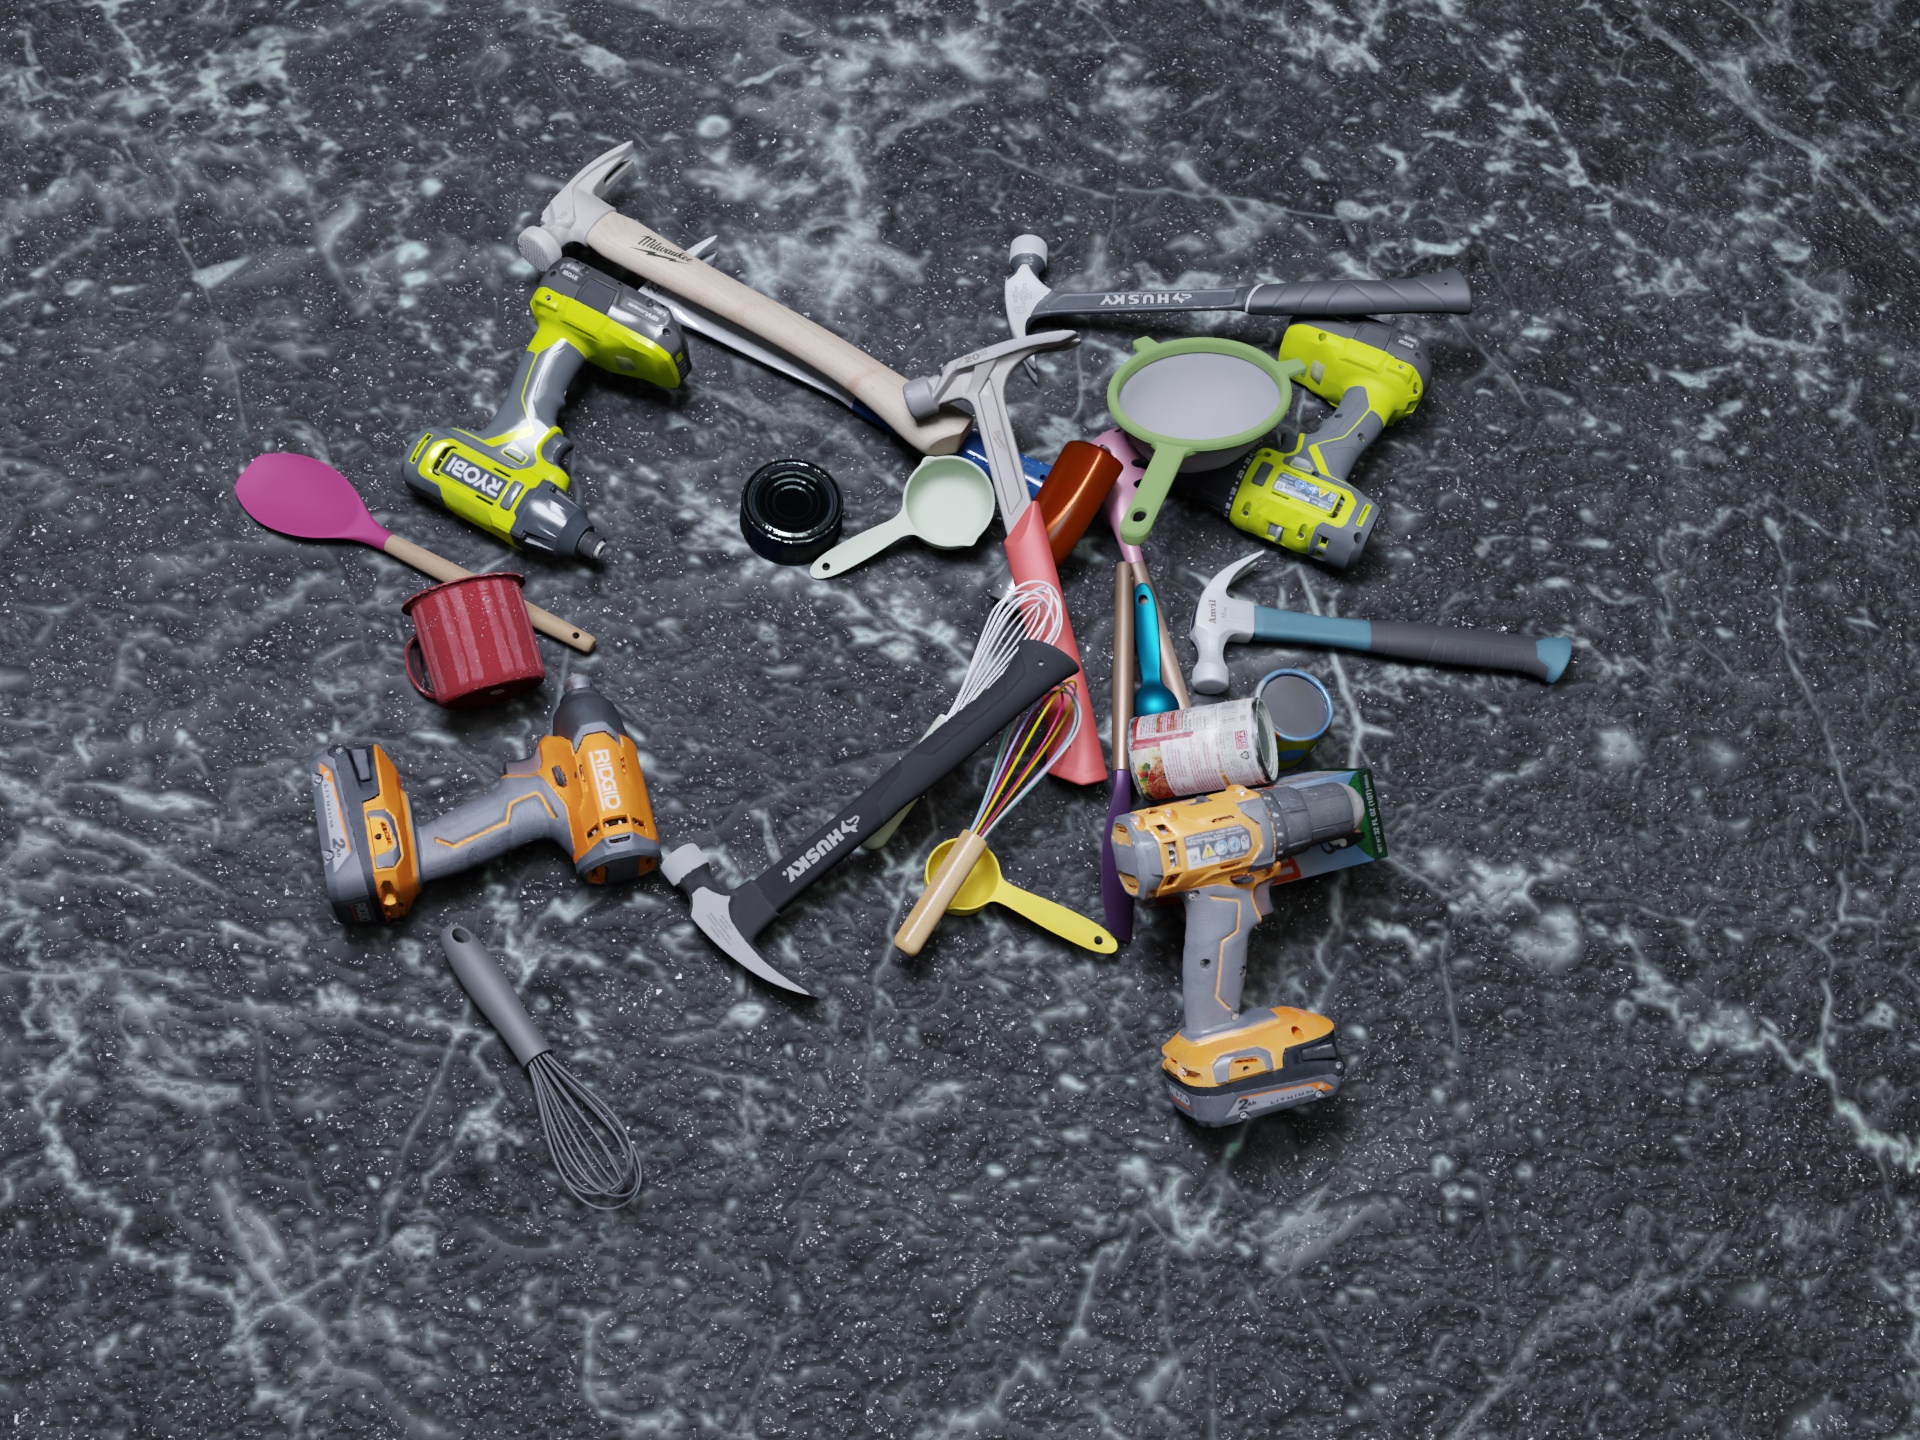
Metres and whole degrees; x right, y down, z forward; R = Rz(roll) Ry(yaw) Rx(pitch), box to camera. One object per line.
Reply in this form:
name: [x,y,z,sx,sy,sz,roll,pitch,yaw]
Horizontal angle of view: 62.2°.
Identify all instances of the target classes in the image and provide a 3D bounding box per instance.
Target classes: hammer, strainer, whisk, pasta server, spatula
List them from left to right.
whisk: [-0.295,0.235,1.097,0.055,0.055,0.239,-33,69,-21]
hammer: [-0.166,-0.352,1.359,0.410,0.038,0.146,31,63,6]
hammer: [-0.095,-0.290,1.380,0.405,0.035,0.144,26,64,4]
hammer: [-0.048,0.059,1.167,0.335,0.035,0.146,-39,77,-4]
whisk: [-0.002,-0.004,1.216,0.059,0.058,0.246,38,86,-36]
whisk: [0.021,0.067,1.184,0.051,0.047,0.245,36,74,-7]
hammer: [0.066,-0.125,1.265,0.149,0.036,0.359,-16,83,13]
spatula: [0.126,0.016,1.253,0.018,0.059,0.316,-9,64,29]
pasta server: [0.158,-0.105,1.327,0.040,0.060,0.316,4,65,-50]
strainer: [0.180,-0.214,1.301,0.151,0.069,0.256,13,52,19]
hammer: [0.241,-0.371,1.411,0.409,0.036,0.149,1,63,10]
hammer: [0.357,-0.068,1.346,0.331,0.033,0.128,6,65,-6]

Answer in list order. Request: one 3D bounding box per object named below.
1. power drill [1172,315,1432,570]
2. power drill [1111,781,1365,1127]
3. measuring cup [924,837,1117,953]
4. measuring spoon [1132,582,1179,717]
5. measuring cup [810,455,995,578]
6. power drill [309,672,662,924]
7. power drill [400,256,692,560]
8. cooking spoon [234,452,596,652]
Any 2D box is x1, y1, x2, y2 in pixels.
power drill: [0.300,-0.256,1.402,0.190,0.080,0.229,25,66,13]
power drill: [0.215,0.157,1.141,0.185,0.084,0.226,-12,95,-14]
measuring cup: [0.045,0.142,1.202,0.156,0.029,0.062,26,64,1]
measuring spoon: [0.150,-0.051,1.290,0.042,0.021,0.129,-9,78,23]
measuring cup: [-0.050,-0.159,1.329,0.167,0.038,0.083,-28,88,-1]
power drill: [-0.345,0.053,1.156,0.226,0.084,0.164,-10,66,-18]
power drill: [-0.320,-0.245,1.287,0.171,0.080,0.223,28,78,6]
cooking spoon: [-0.431,-0.129,1.262,0.319,0.017,0.069,27,68,5]
